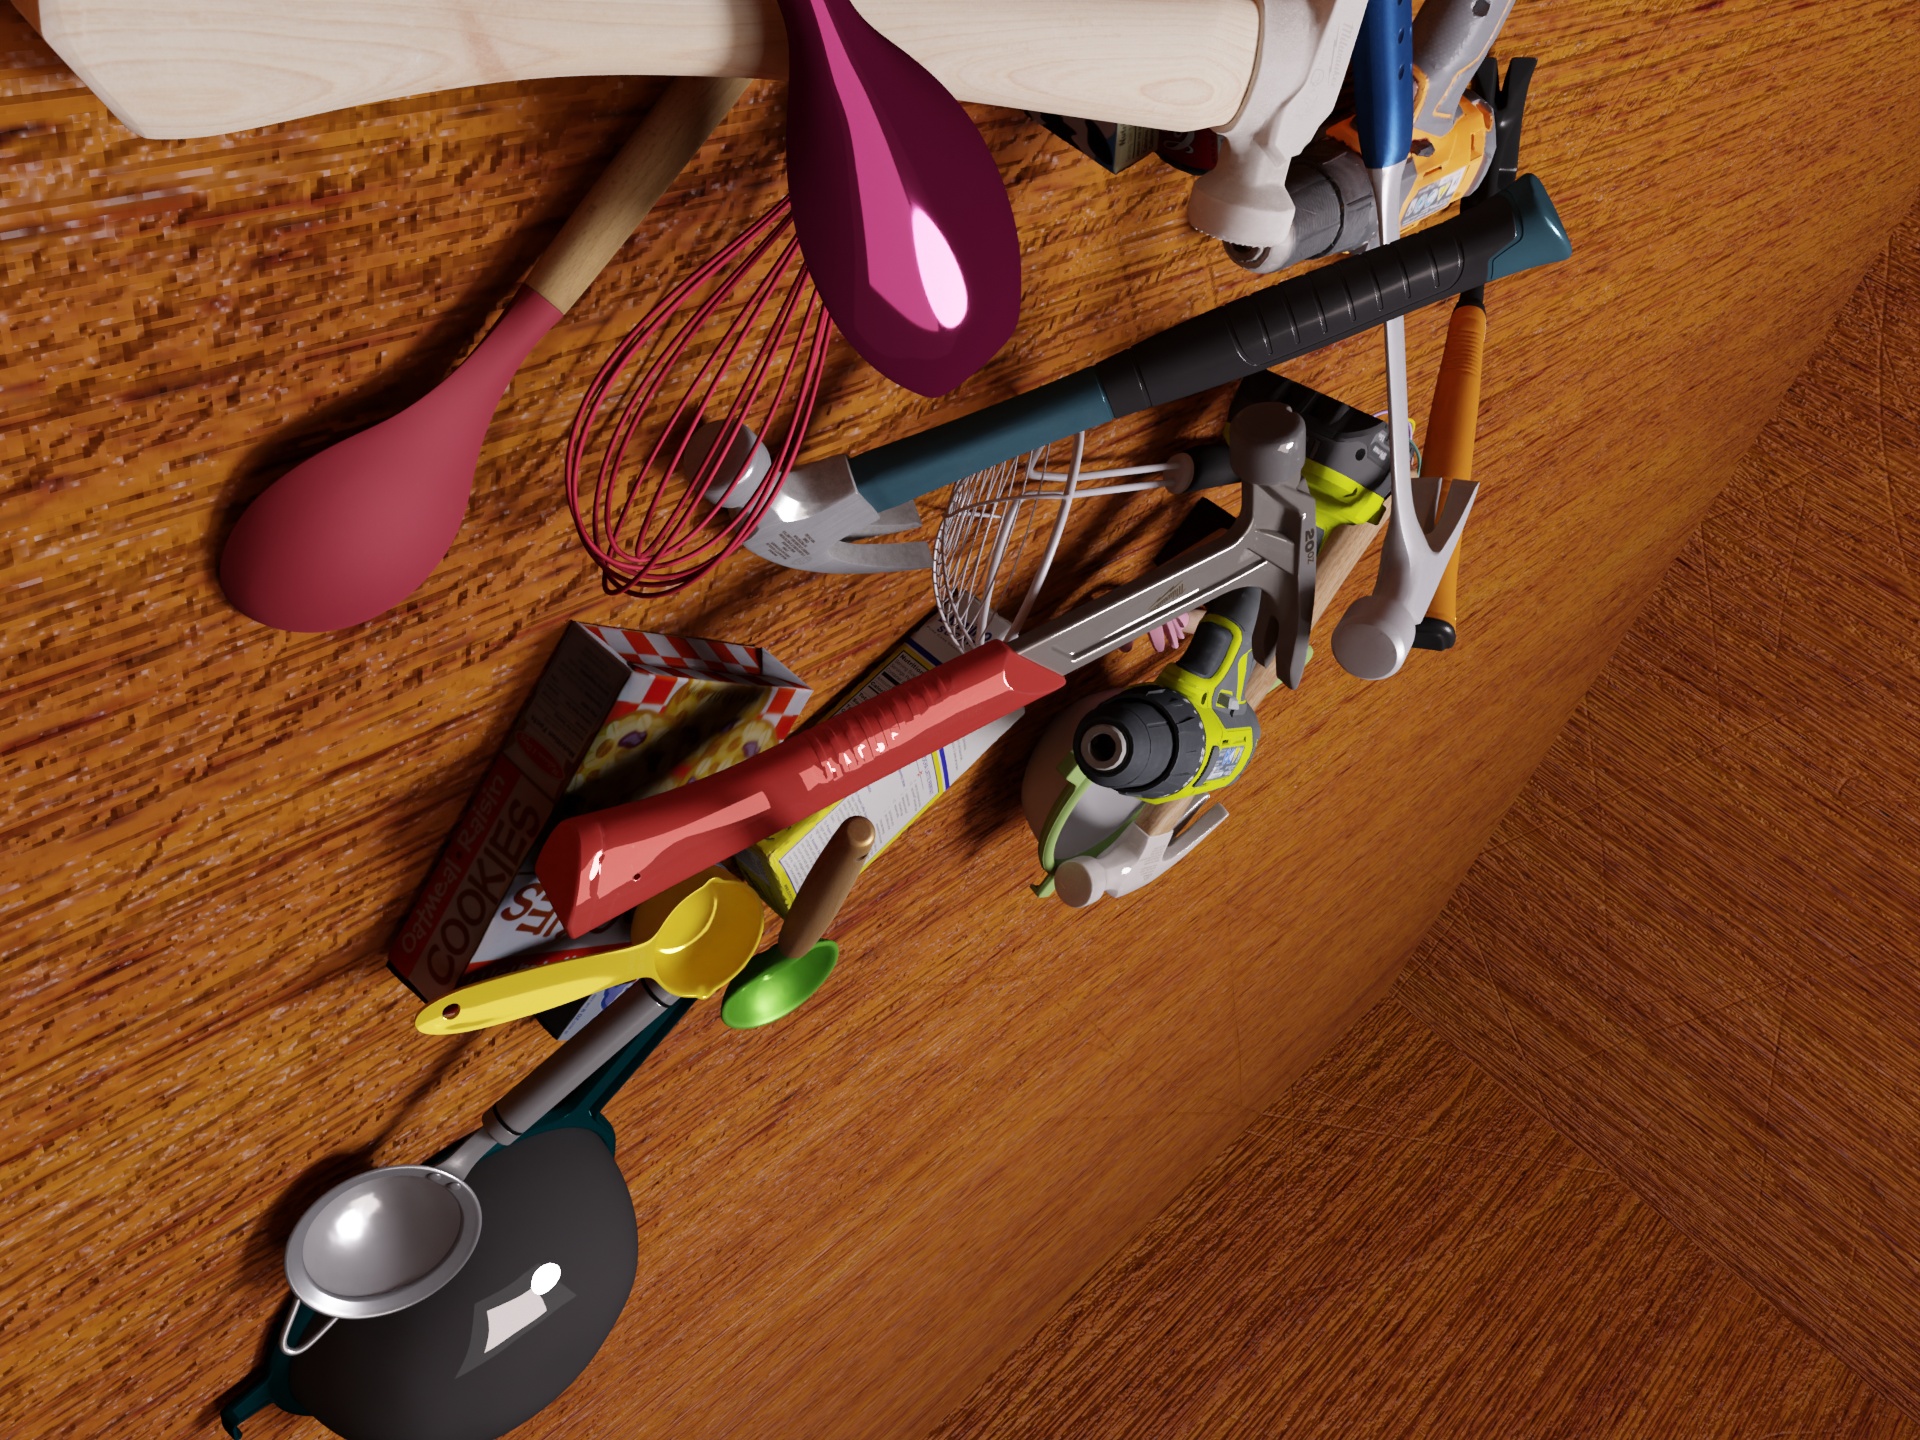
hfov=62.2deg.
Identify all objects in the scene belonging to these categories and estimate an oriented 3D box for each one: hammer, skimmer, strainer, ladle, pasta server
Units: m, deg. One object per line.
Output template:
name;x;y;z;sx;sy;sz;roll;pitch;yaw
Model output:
hammer;0.178;-0.223;0.659;0.144;0.035;0.405;-50;137;-44
skimmer;0.106;-0.110;0.830;0.363;0.090;0.127;-18;138;-51
hammer;0.068;-0.131;0.607;0.331;0.033;0.128;-20;162;9
hammer;-0.001;-0.002;0.661;0.359;0.037;0.149;-27;137;-17
strainer;-0.202;0.262;0.831;0.340;0.095;0.210;-50;156;3
hammer;0.276;-0.197;0.873;0.127;0.034;0.337;61;40;-64
hammer;-0.029;-0.203;0.439;0.410;0.038;0.146;-15;131;-37
ladle;-0.110;-0.147;0.480;0.315;0.031;0.069;-52;156;0
hammer;0.175;-0.020;0.971;0.130;0.031;0.331;-11;138;-50
strainer;-0.215;0.189;0.728;0.258;0.050;0.086;-41;129;2
pasta server;0.155;-0.059;1.061;0.316;0.060;0.040;-1;86;-63
strainer;0.128;-0.001;1.047;0.256;0.069;0.151;-34;153;-27

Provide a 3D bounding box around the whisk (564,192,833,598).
whisk;-0.045;-0.169;0.523;0.296;0.073;0.073;-58;156;5

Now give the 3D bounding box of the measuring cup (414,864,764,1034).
measuring cup;-0.155;0.098;0.664;0.156;0.029;0.062;-12;121;-37

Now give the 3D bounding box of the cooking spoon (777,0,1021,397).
cooking spoon;-0.051;-0.205;0.375;0.069;0.017;0.318;-44;135;-13

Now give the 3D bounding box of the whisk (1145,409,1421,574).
whisk;0.176;-0.111;0.936;0.245;0.051;0.047;-32;-175;-14

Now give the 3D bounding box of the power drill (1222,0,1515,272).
power drill;0.211;-0.316;0.735;0.185;0.084;0.226;-32;155;-33

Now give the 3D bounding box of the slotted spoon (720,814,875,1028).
slotted spoon;-0.070;0.093;0.720;0.070;0.031;0.313;-27;168;-21

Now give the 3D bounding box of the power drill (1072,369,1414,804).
power drill;0.141;-0.060;0.829;0.228;0.080;0.190;-65;158;12
